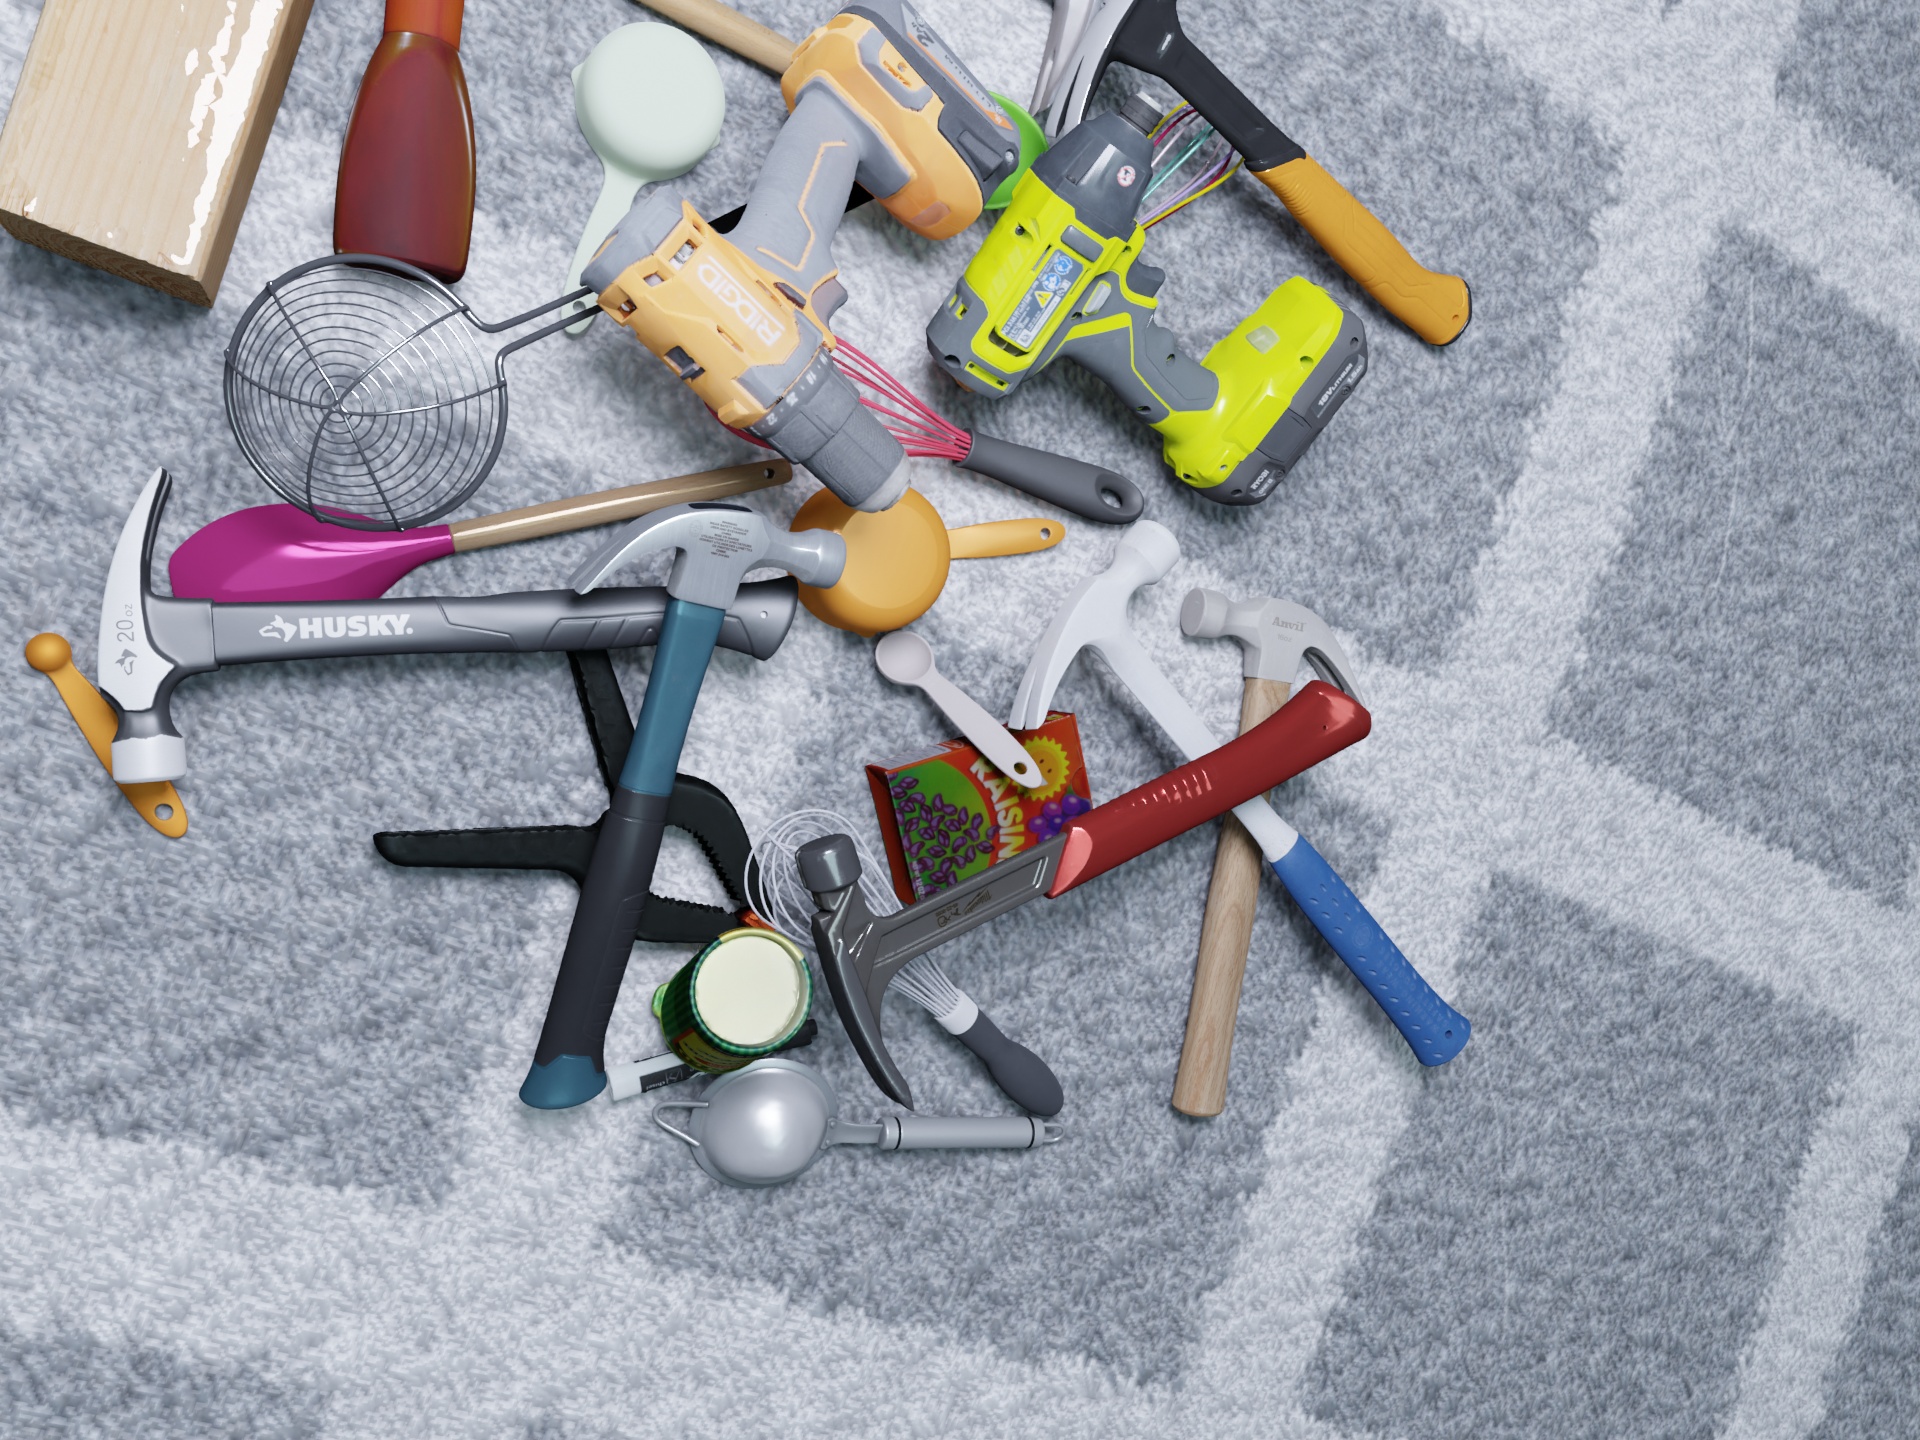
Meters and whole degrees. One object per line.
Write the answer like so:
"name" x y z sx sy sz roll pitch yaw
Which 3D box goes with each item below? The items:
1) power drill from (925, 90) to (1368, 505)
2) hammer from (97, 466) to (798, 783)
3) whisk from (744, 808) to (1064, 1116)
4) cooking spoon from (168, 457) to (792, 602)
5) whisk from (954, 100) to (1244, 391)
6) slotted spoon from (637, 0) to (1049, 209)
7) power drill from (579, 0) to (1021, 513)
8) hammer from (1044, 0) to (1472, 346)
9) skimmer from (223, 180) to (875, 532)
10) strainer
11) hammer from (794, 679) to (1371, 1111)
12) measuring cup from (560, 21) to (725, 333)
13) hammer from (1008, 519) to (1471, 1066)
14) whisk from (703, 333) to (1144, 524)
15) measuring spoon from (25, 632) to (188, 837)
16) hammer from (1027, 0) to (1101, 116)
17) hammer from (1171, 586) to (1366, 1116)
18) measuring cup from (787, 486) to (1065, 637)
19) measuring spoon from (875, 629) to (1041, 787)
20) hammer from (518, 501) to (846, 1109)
"power drill" 0.114 -0.227 0.889 0.223 0.080 0.171 23 115 -33
"hammer" -0.246 -0.054 0.798 0.334 0.035 0.146 -4 91 -19
"whisk" -0.021 0.148 0.912 0.070 0.070 0.284 -49 122 -11
"cooking spoon" -0.240 -0.101 0.830 0.319 0.017 0.068 -15 101 -19
"whisk" 0.086 -0.281 0.935 0.245 0.051 0.047 -47 115 -9
"slotted spoon" -0.094 -0.361 0.862 0.313 0.031 0.070 20 82 -21
"power drill" -0.057 -0.232 0.801 0.185 0.084 0.226 42 64 -21
"hammer" 0.197 -0.312 0.941 0.336 0.034 0.127 27 97 -36
"skimmer" -0.188 -0.215 0.809 0.363 0.090 0.127 -37 111 -34
"strainer" -0.049 0.242 0.931 0.258 0.050 0.087 7 108 -26
"hammer" 0.087 0.072 0.885 0.359 0.037 0.149 -23 103 -23
"measuring cup" -0.174 -0.282 0.828 0.083 0.038 0.167 19 86 -23
"hammer" 0.188 0.074 0.975 0.144 0.035 0.405 -48 111 -17
"whisk" -0.015 -0.159 0.898 0.295 0.073 0.073 14 90 -30
"measuring spoon" -0.413 0.009 0.773 0.021 0.011 0.116 -34 106 -16
"hammer" -0.095 -0.459 0.845 0.386 0.038 0.143 15 91 -23
"hammer" 0.180 0.088 1.014 0.130 0.031 0.331 8 92 -22
"measuring cup" -0.010 -0.099 0.905 0.173 0.052 0.095 -9 98 -19
"measuring spoon" -0.001 -0.003 0.914 0.124 0.018 0.034 44 61 6
"hammer" -0.164 0.048 0.815 0.128 0.033 0.331 13 101 -27
